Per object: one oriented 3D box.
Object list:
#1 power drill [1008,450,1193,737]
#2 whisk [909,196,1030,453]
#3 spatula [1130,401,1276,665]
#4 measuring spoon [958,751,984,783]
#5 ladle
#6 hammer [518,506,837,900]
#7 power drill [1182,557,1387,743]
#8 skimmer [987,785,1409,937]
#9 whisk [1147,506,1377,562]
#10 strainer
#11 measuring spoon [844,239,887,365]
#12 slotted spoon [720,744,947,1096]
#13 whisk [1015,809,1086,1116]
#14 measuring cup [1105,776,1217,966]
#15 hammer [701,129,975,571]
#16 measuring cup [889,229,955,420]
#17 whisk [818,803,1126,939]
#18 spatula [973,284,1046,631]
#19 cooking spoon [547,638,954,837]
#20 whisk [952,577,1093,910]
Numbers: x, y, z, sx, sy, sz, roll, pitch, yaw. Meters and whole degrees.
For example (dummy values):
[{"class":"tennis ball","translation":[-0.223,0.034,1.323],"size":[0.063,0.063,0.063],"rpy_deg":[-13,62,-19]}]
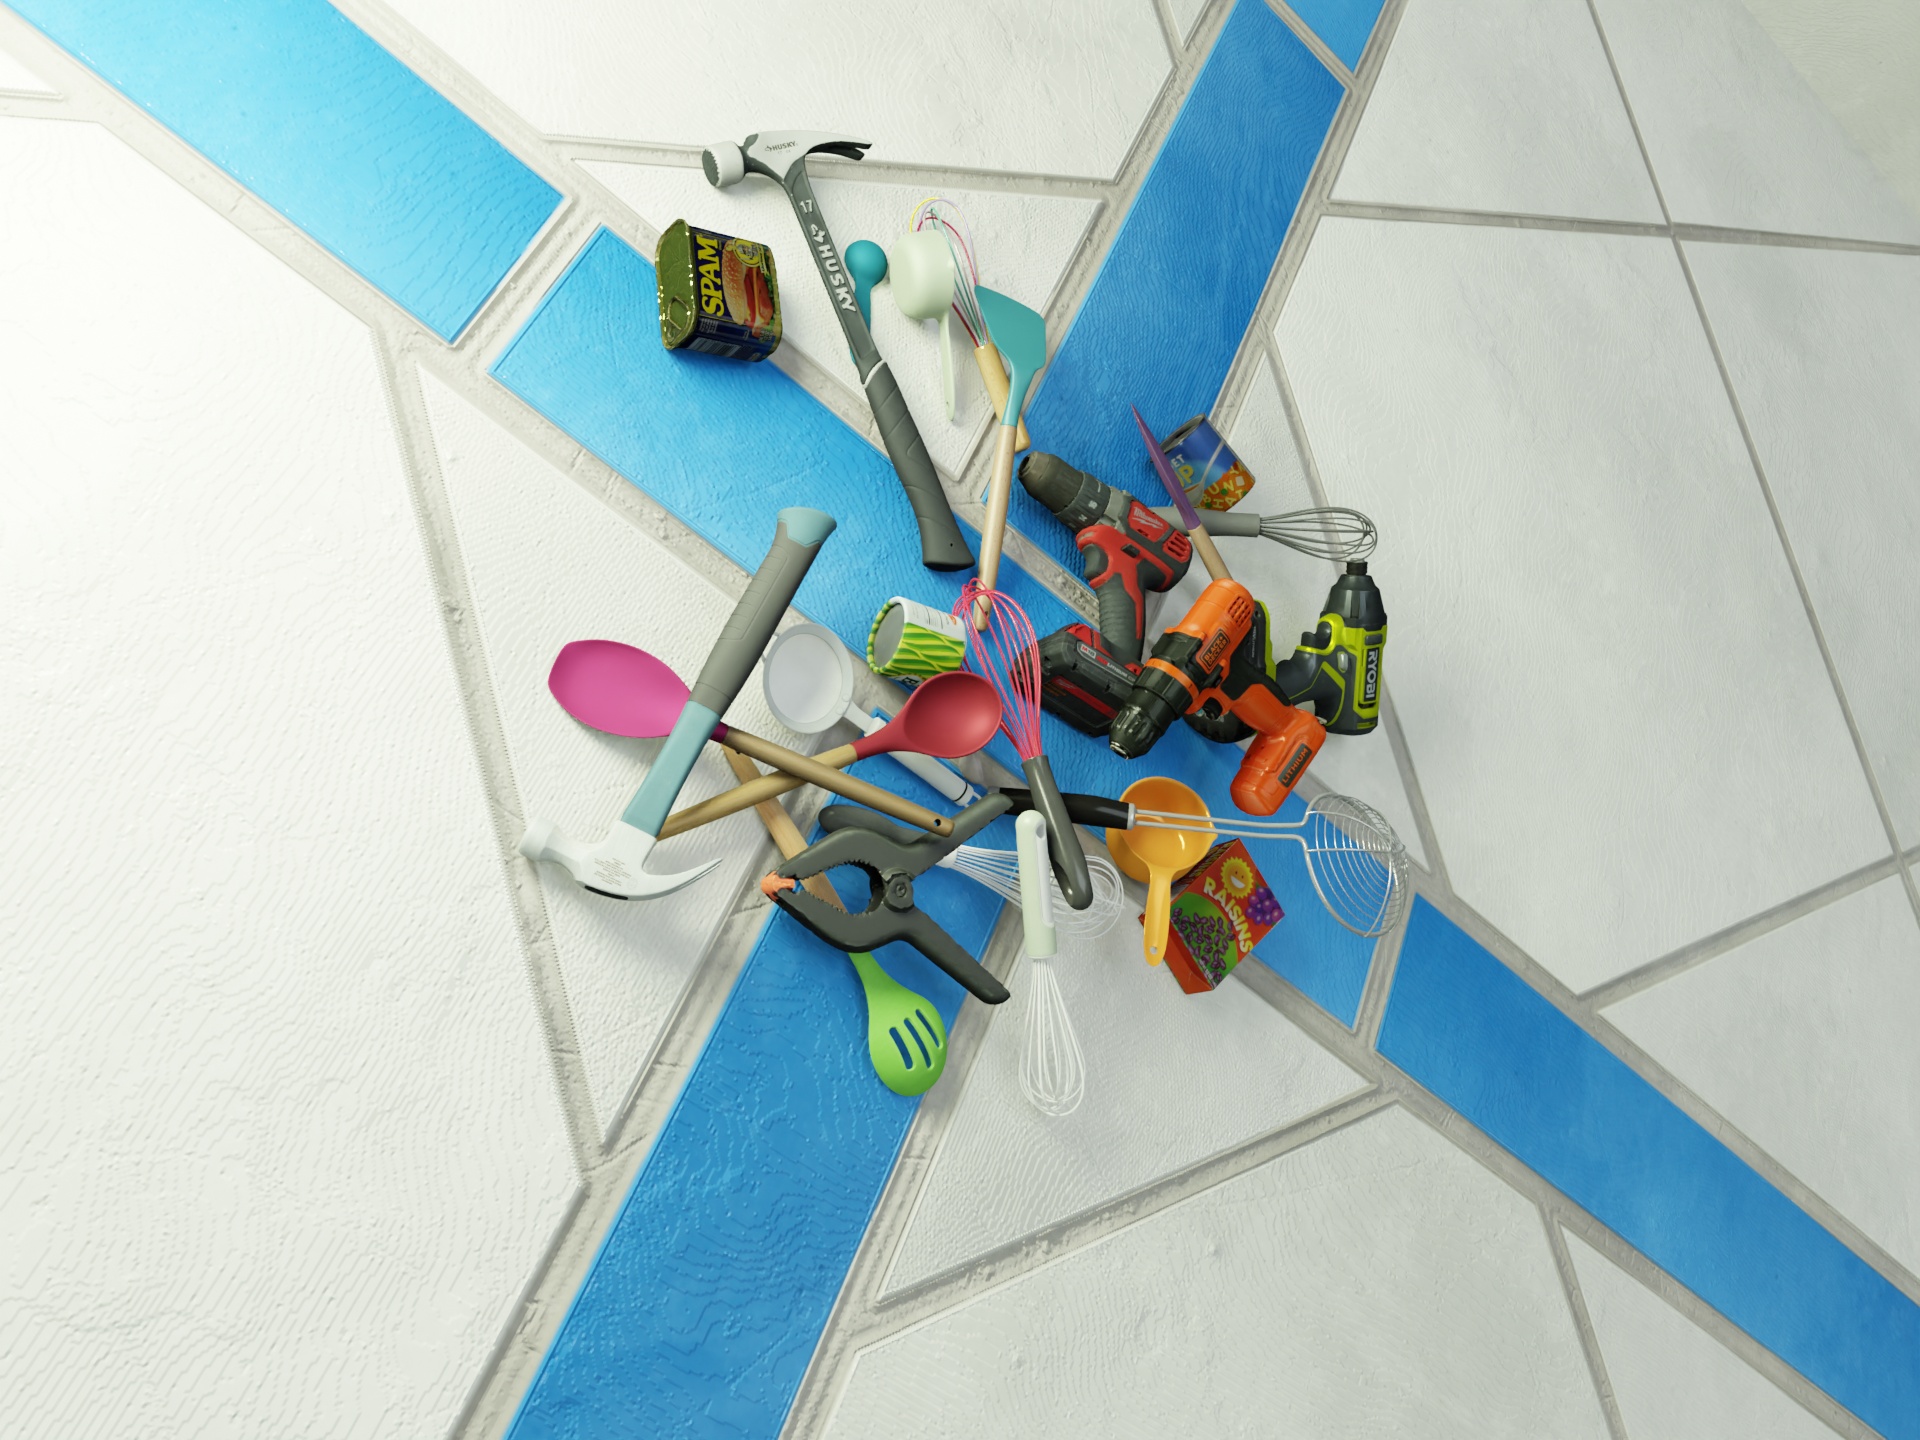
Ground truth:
[{"class":"power drill","translation":[0.112,-0.120,1.419],"size":[0.187,0.080,0.227],"rpy_deg":[31,56,-23]},{"class":"whisk","translation":[0.011,-0.360,1.455],"size":[0.047,0.051,0.245],"rpy_deg":[-21,91,-17]},{"class":"spatula","translation":[0.230,-0.161,1.490],"size":[0.315,0.018,0.060],"rpy_deg":[56,14,-29]},{"class":"measuring spoon","translation":[-0.002,-0.004,1.336],"size":[0.018,0.034,0.124],"rpy_deg":[-15,74,8]},{"class":"ladle","translation":[-0.104,0.035,1.214],"size":[0.315,0.031,0.069],"rpy_deg":[-22,87,-28]},{"class":"hammer","translation":[-0.181,-0.020,1.153],"size":[0.128,0.033,0.331],"rpy_deg":[28,70,-6]},{"class":"power drill","translation":[0.317,-0.065,1.514],"size":[0.223,0.080,0.171],"rpy_deg":[-8,105,-36]},{"class":"skimmer","translation":[0.201,0.104,1.342],"size":[0.363,0.090,0.127],"rpy_deg":[7,56,3]},{"class":"whisk","translation":[0.282,-0.183,1.521],"size":[0.239,0.055,0.055],"rpy_deg":[3,70,-1]},{"class":"strainer","translation":[-0.075,0.004,1.269],"size":[0.258,0.050,0.087],"rpy_deg":[37,67,-26]},{"class":"measuring spoon","translation":[-0.082,-0.370,1.399],"size":[0.042,0.021,0.129],"rpy_deg":[15,66,-30]},{"class":"slotted spoon","translation":[-0.098,0.147,1.213],"size":[0.070,0.031,0.314],"rpy_deg":[-33,93,-34]},{"class":"whisk","translation":[0.066,0.193,1.261],"size":[0.057,0.059,0.246],"rpy_deg":[-10,96,-55]},{"class":"measuring cup","translation":[0.165,0.136,1.367],"size":[0.095,0.052,0.174],"rpy_deg":[13,62,-8]},{"class":"hammer","translation":[-0.078,-0.317,1.367],"size":[0.149,0.036,0.409],"rpy_deg":[-23,91,-26]},{"class":"measuring cup","translation":[-0.031,-0.348,1.410],"size":[0.038,0.083,0.167],"rpy_deg":[-9,96,-21]},{"class":"whisk","translation":[0.014,0.114,1.287],"size":[0.284,0.070,0.070],"rpy_deg":[20,64,-24]},{"class":"spatula","translation":[0.034,-0.232,1.409],"size":[0.082,0.044,0.317],"rpy_deg":[15,79,-36]},{"class":"cooking spoon","translation":[-0.151,0.021,1.178],"size":[0.318,0.017,0.069],"rpy_deg":[23,70,-9]},{"class":"whisk","translation":[0.055,0.016,1.305],"size":[0.073,0.073,0.296],"rpy_deg":[-5,68,-36]}]
